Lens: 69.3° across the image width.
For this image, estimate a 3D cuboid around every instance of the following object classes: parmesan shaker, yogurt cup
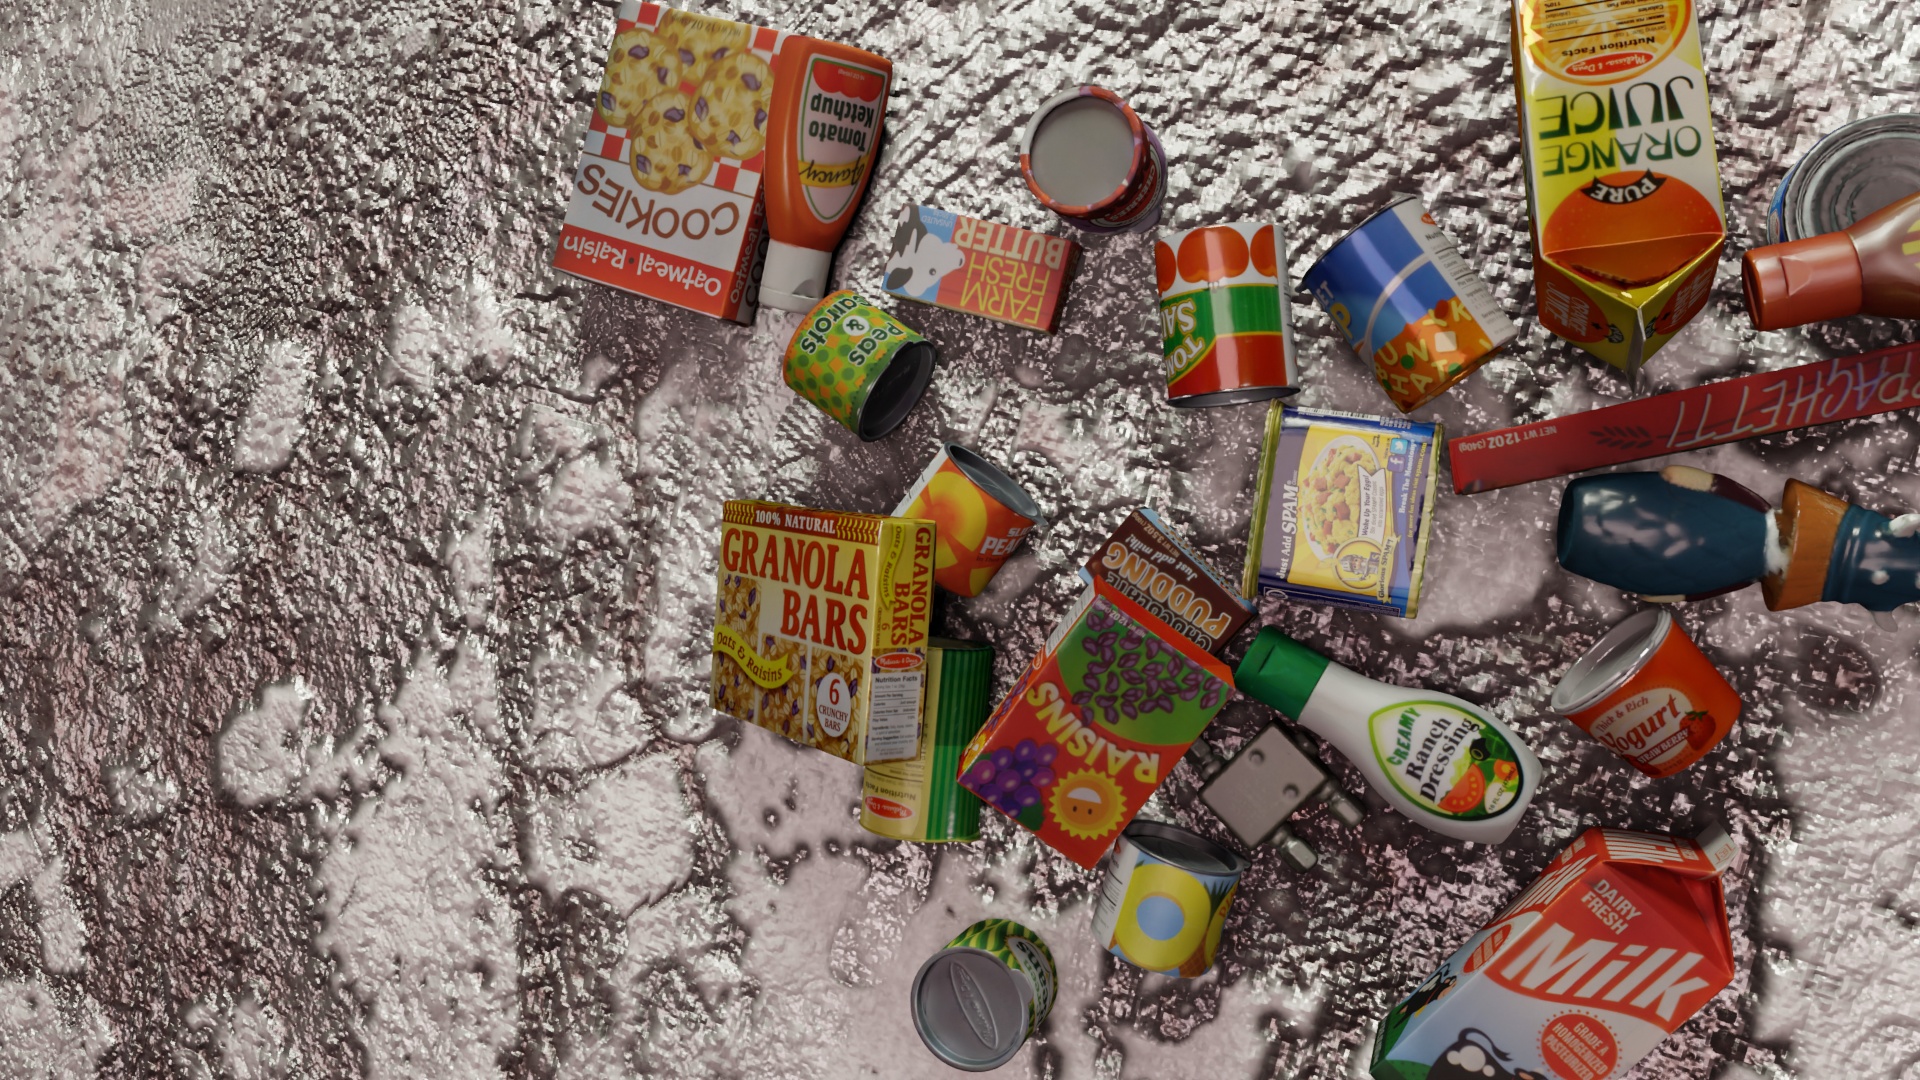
[{"bbox_3d":[-0.016,0.106,0.758,0.071,0.071,0.103,6,92,20],"label":"parmesan shaker"},{"bbox_3d":[0.317,0.072,0.639,0.054,0.072,0.072,44,105,6],"label":"yogurt cup"}]

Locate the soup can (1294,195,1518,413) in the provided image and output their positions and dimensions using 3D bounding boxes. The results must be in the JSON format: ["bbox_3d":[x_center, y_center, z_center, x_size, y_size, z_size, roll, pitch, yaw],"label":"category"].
[{"bbox_3d":[0.215,-0.111,0.673,0.071,0.071,0.084,-36,79,17],"label":"soup can"}]

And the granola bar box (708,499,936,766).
[{"bbox_3d":[-0.078,0.044,0.753,0.165,0.039,0.124,8,94,52],"label":"granola bar box"}]

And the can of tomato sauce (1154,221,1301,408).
[{"bbox_3d":[0.132,-0.112,0.702,0.071,0.071,0.083,-6,88,20],"label":"can of tomato sauce"}]

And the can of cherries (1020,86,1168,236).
[{"bbox_3d":[0.073,-0.196,0.728,0.071,0.058,0.071,0,90,20],"label":"can of cherries"}]

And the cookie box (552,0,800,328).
[{"bbox_3d":[-0.161,-0.223,0.824,0.123,0.040,0.167,19,96,19],"label":"cookie box"}]

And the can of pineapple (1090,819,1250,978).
[{"bbox_3d":[0.108,0.184,0.715,0.071,0.071,0.057,18,97,19],"label":"can of pineapple"}]

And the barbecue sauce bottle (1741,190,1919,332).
[{"bbox_3d":[0.410,-0.120,0.575,0.148,0.043,0.065,-10,80,20],"label":"barbecue sauce bottle"}]

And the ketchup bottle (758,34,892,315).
[{"bbox_3d":[-0.083,-0.204,0.786,0.043,0.065,0.148,30,111,51],"label":"ketchup bottle"}]

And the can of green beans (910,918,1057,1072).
[{"bbox_3d":[0.014,0.245,0.753,0.071,0.058,0.071,0,91,20],"label":"can of green beans"}]

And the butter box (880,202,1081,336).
[{"bbox_3d":[0.011,-0.150,0.769,0.103,0.024,0.053,17,97,19],"label":"butter box"}]

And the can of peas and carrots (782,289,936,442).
[{"bbox_3d":[-0.056,-0.098,0.770,0.059,0.071,0.071,35,102,17],"label":"can of peas and carrots"}]

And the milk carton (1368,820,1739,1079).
[{"bbox_3d":[0.285,0.202,0.646,0.073,0.072,0.190,44,104,15],"label":"milk carton"}]

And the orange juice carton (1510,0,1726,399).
[{"bbox_3d":[0.291,-0.164,0.617,0.073,0.071,0.193,-5,73,20],"label":"orange juice carton"}]

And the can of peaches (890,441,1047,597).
[{"bbox_3d":[0.003,-0.009,0.751,0.071,0.071,0.058,42,104,15],"label":"can of peaches"}]

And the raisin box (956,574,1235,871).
[{"bbox_3d":[0.067,0.092,0.702,0.086,0.040,0.123,34,103,-5],"label":"raisin box"}]

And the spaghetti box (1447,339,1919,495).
[{"bbox_3d":[0.352,-0.059,0.632,0.250,0.050,0.028,-12,88,19],"label":"spaghetti box"}]

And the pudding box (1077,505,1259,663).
[{"bbox_3d":[0.109,0.027,0.732,0.084,0.030,0.049,45,106,14],"label":"pudding box"}]

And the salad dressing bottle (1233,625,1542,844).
[{"bbox_3d":[0.208,0.093,0.688,0.148,0.044,0.064,29,84,18],"label":"salad dressing bottle"}]
